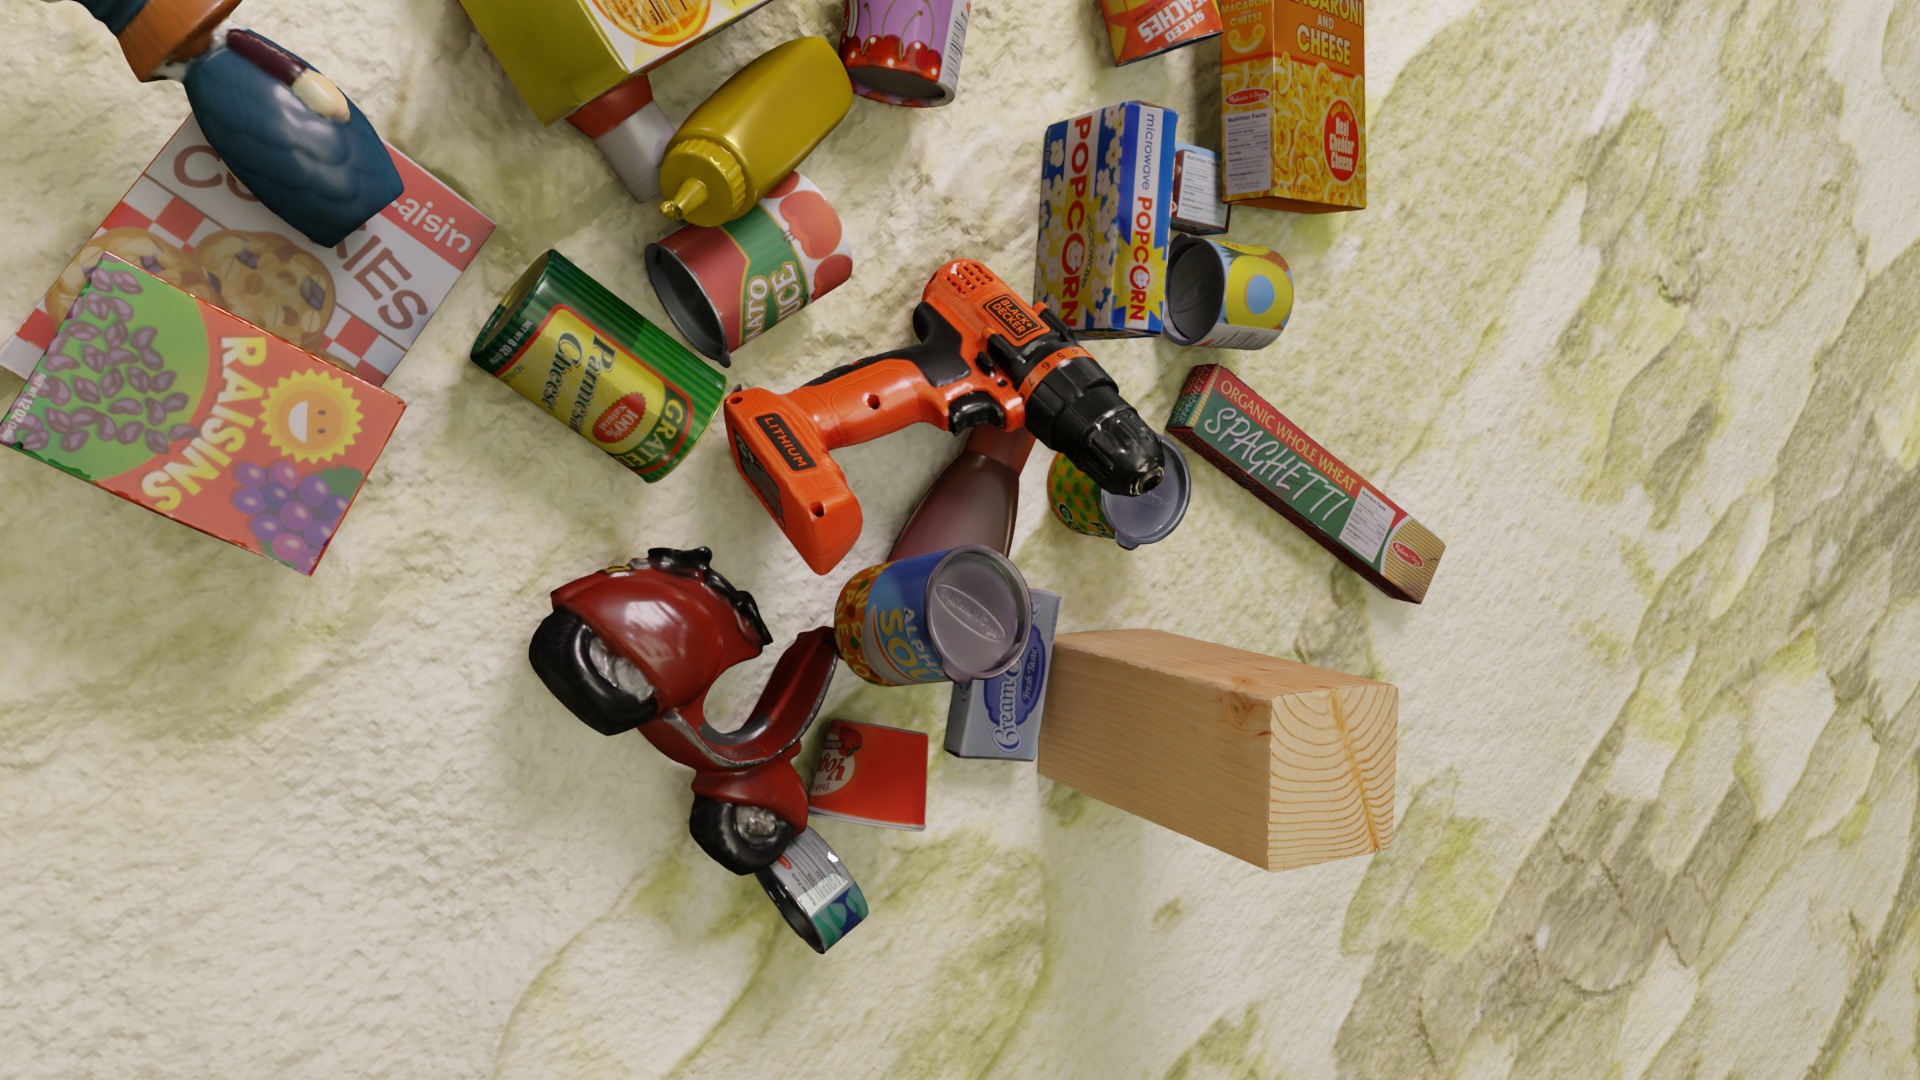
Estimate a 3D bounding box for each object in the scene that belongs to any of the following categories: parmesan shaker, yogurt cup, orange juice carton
[{"bbox_3d":[-0.176,-0.081,0.672,0.103,0.071,0.071,37,77,-27],"label":"parmesan shaker"},{"bbox_3d":[-0.048,0.129,0.765,0.072,0.072,0.054,14,80,-30],"label":"yogurt cup"},{"bbox_3d":[-0.129,-0.270,0.641,0.194,0.071,0.073,-49,117,-40],"label":"orange juice carton"}]

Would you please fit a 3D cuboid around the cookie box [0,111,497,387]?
[{"bbox_3d":[-0.305,-0.110,0.608,0.123,0.040,0.168,37,77,-27],"label":"cookie box"}]

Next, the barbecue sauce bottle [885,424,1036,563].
[{"bbox_3d":[0.003,-0.010,0.790,0.065,0.043,0.149,24,80,-5],"label":"barbecue sauce bottle"}]

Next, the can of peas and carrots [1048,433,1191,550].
[{"bbox_3d":[0.094,-0.031,0.835,0.071,0.058,0.071,-4,97,-29],"label":"can of peas and carrots"}]

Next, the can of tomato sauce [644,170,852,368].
[{"bbox_3d":[-0.105,-0.139,0.704,0.083,0.071,0.071,-37,112,-23],"label":"can of tomato sauce"}]

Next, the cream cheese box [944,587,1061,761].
[{"bbox_3d":[0.025,0.078,0.825,0.053,0.024,0.103,9,90,-30],"label":"cream cheese box"}]

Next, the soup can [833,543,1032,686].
[{"bbox_3d":[-0.017,0.042,0.704,0.071,0.083,0.071,8,77,-37],"label":"soup can"}]

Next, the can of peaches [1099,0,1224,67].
[{"bbox_3d":[0.116,-0.317,0.815,0.071,0.071,0.058,-24,105,-26],"label":"can of peaches"}]

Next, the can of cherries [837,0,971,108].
[{"bbox_3d":[-0.033,-0.269,0.737,0.071,0.071,0.058,9,91,-30],"label":"can of cherries"}]

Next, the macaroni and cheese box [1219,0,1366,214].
[{"bbox_3d":[0.211,-0.293,0.869,0.124,0.040,0.166,-10,100,-48],"label":"macaroni and cheese box"}]

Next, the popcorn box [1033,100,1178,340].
[{"bbox_3d":[0.082,-0.181,0.798,0.038,0.085,0.126,2,94,-29],"label":"popcorn box"}]

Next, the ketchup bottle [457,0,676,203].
[{"bbox_3d":[-0.184,-0.234,0.664,0.065,0.043,0.148,-46,115,-26],"label":"ketchup bottle"}]

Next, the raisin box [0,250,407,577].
[{"bbox_3d":[-0.306,-0.049,0.567,0.123,0.040,0.086,30,81,-28],"label":"raisin box"}]

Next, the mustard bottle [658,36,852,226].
[{"bbox_3d":[-0.106,-0.190,0.668,0.048,0.065,0.161,57,38,-27],"label":"mustard bottle"}]

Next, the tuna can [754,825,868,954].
[{"bbox_3d":[-0.082,0.188,0.751,0.033,0.071,0.071,-36,111,-23],"label":"tuna can"}]

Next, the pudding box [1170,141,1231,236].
[{"bbox_3d":[0.128,-0.219,0.854,0.084,0.030,0.049,5,93,-30],"label":"pudding box"}]

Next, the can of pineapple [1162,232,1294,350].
[{"bbox_3d":[0.163,-0.154,0.859,0.058,0.071,0.071,0,95,-31],"label":"can of pineapple"}]

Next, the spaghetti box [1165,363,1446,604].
[{"bbox_3d":[0.237,-0.035,0.934,0.250,0.028,0.050,32,79,-28],"label":"spaghetti box"}]
